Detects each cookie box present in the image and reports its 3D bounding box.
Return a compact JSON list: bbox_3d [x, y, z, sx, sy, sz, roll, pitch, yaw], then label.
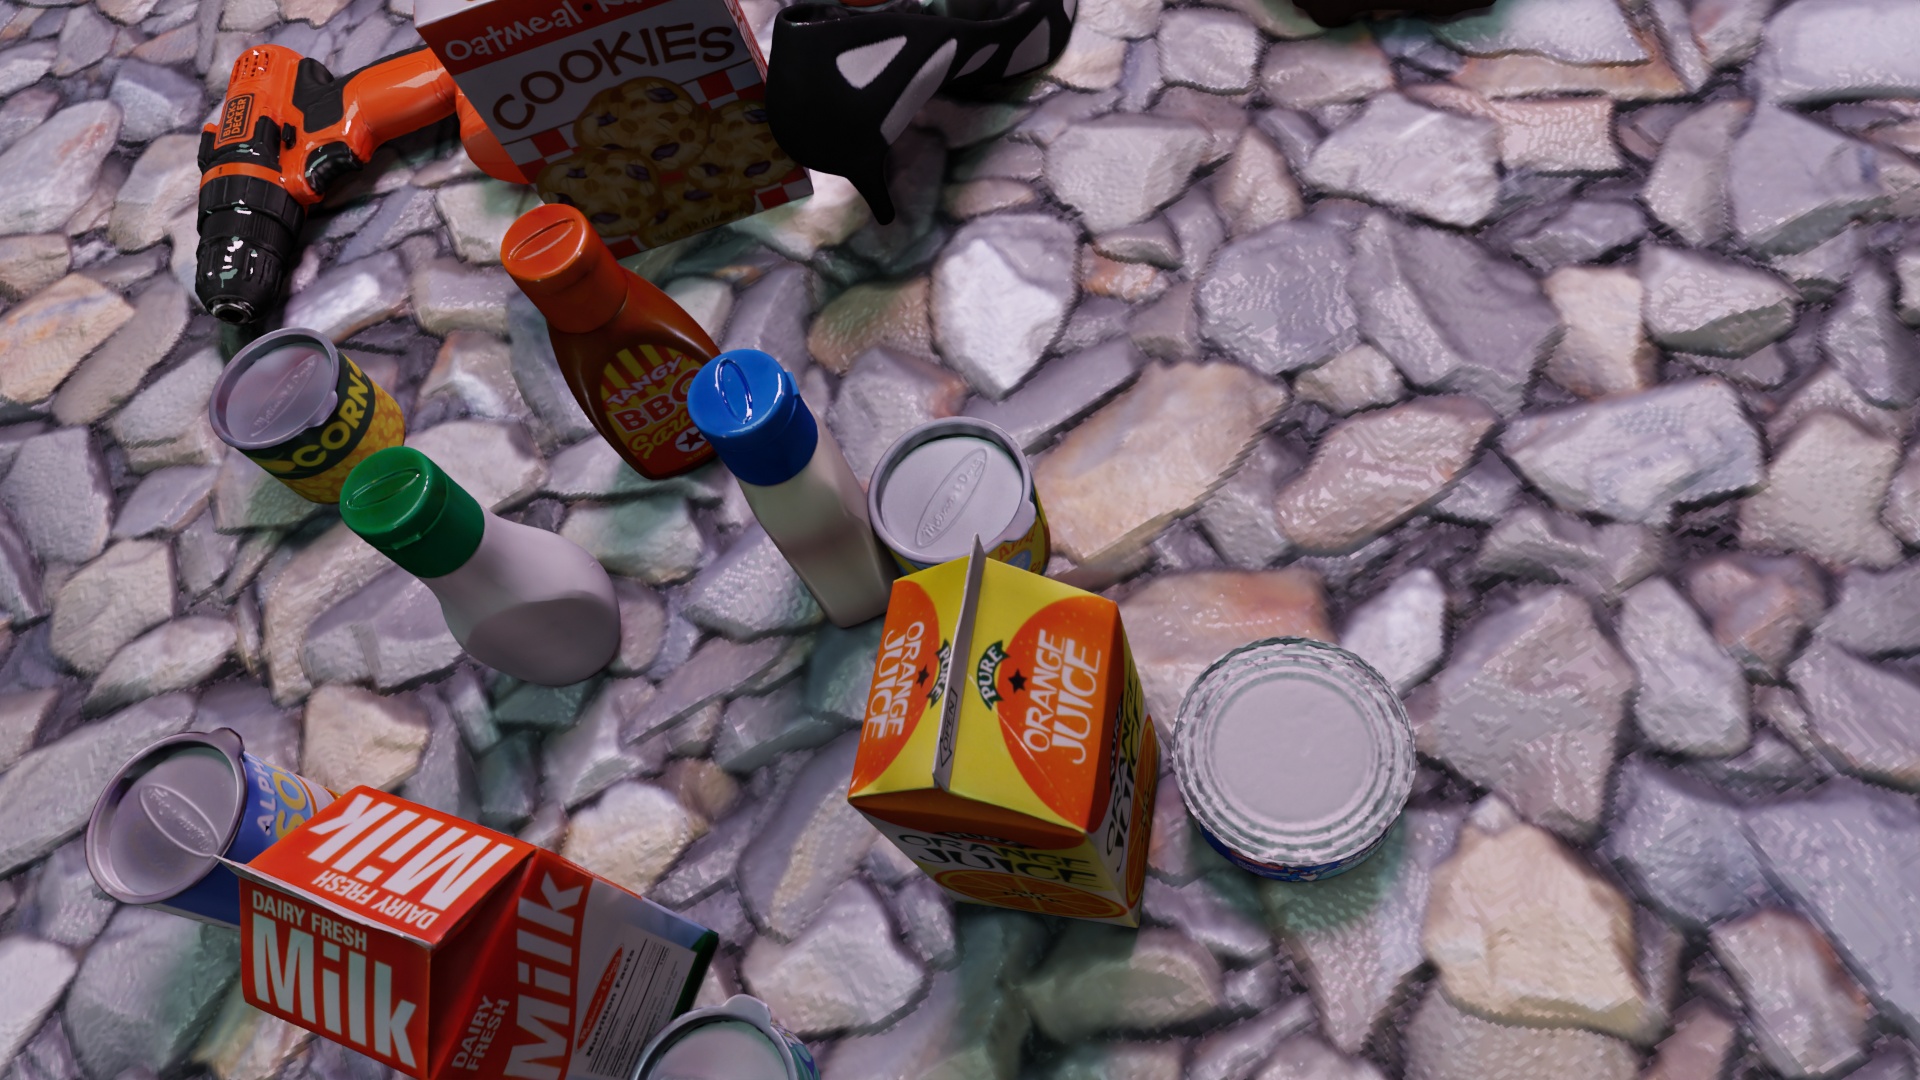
[{"bbox_3d":[-0.153,-0.209,0.642,0.123,0.167,0.040,-17,62,5],"label":"cookie box"}]

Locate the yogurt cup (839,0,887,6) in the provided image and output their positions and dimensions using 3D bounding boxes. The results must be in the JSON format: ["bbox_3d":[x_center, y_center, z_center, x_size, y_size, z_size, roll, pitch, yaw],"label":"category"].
[{"bbox_3d":[-0.053,-0.325,0.741,0.072,0.053,0.072,-5,63,11],"label":"yogurt cup"}]

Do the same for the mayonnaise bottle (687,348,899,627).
[{"bbox_3d":[-0.062,-0.020,0.539,0.041,0.147,0.065,-23,62,2],"label":"mayonnaise bottle"}]

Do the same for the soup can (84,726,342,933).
[{"bbox_3d":[-0.289,0.119,0.560,0.071,0.083,0.071,-5,64,11],"label":"soup can"}]

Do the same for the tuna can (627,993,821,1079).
[{"bbox_3d":[-0.083,0.201,0.500,0.071,0.032,0.071,-5,63,11],"label":"tuna can"}]

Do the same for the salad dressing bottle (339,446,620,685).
[{"bbox_3d":[-0.187,0.013,0.552,0.064,0.147,0.044,-24,62,1],"label":"salad dressing bottle"}]

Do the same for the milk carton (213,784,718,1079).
[{"bbox_3d":[-0.158,0.137,0.460,0.072,0.190,0.074,13,69,19],"label":"milk carton"}]

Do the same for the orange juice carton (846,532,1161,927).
[{"bbox_3d":[0.018,0.069,0.451,0.073,0.192,0.072,5,66,15],"label":"orange juice carton"}]

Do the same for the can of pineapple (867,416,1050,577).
[{"bbox_3d":[0.002,-0.007,0.569,0.071,0.057,0.071,-5,63,11],"label":"can of pineapple"}]

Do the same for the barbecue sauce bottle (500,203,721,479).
[{"bbox_3d":[-0.142,-0.082,0.588,0.065,0.148,0.044,-32,62,-3],"label":"barbecue sauce bottle"}]

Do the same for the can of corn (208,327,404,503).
[{"bbox_3d":[-0.310,-0.058,0.667,0.071,0.058,0.071,-5,63,11],"label":"can of corn"}]
